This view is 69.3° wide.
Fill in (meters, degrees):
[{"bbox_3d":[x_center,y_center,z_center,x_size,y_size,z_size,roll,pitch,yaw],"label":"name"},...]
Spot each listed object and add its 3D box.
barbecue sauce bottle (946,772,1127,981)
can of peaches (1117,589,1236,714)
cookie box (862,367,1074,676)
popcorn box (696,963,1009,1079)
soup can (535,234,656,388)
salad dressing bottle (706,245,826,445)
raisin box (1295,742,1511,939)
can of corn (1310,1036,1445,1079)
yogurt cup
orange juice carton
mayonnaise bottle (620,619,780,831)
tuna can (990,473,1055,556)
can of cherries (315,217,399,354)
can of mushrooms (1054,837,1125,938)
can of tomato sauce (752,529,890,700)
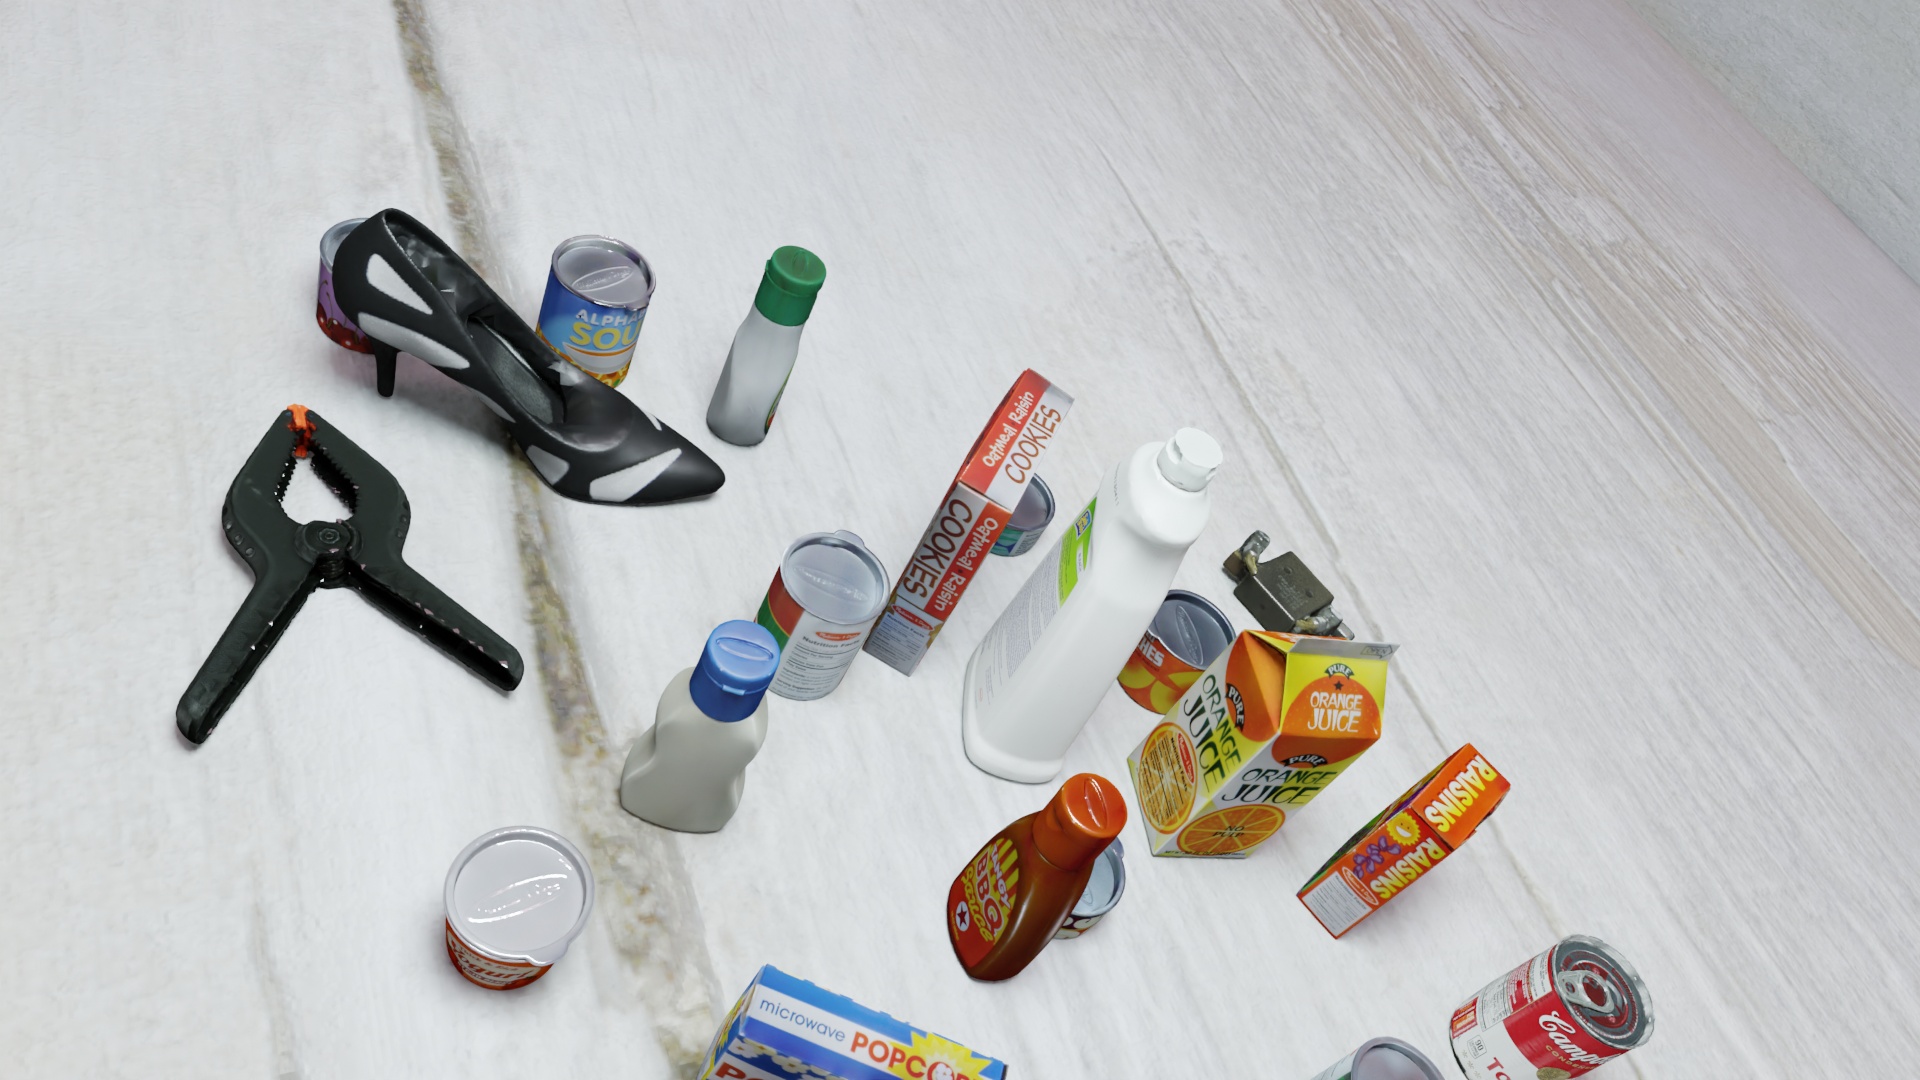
[{"bbox_3d":[0.039,0.174,0.732,0.044,0.147,0.065,5,49,-25],"label":"barbecue sauce bottle"},{"bbox_3d":[0.143,0.076,0.942,0.071,0.057,0.071,15,46,-16],"label":"can of peaches"},{"bbox_3d":[0.003,-0.011,0.865,0.040,0.166,0.123,30,44,-1],"label":"cookie box"},{"bbox_3d":[-0.053,0.254,0.655,0.127,0.084,0.038,25,44,-6],"label":"popcorn box"},{"bbox_3d":[-0.241,-0.146,0.915,0.071,0.083,0.072,15,46,-16],"label":"soup can"},{"bbox_3d":[-0.128,-0.127,0.913,0.044,0.146,0.064,18,45,-14],"label":"salad dressing bottle"},{"bbox_3d":[0.275,0.188,0.865,0.086,0.122,0.040,-26,67,-42],"label":"raisin box"},{"bbox_3d":[0.230,0.320,0.768,0.071,0.058,0.071,15,46,-16],"label":"can of corn"},{"bbox_3d":[-0.213,0.178,0.661,0.072,0.053,0.073,15,46,-16],"label":"yogurt cup"},{"bbox_3d":[0.180,0.114,0.830,0.072,0.191,0.073,7,49,-23],"label":"orange juice carton"},{"bbox_3d":[-0.129,0.097,0.711,0.065,0.147,0.041,18,45,-14],"label":"mayonnaise bottle"},{"bbox_3d":[0.029,-0.025,0.989,0.071,0.032,0.071,15,46,-16],"label":"tuna can"},{"bbox_3d":[-0.368,-0.158,0.876,0.071,0.058,0.072,15,46,-16],"label":"can of cherries"},{"bbox_3d":[0.062,0.194,0.809,0.071,0.033,0.071,15,46,-16],"label":"can of mushrooms"},{"bbox_3d":[-0.087,0.044,0.828,0.071,0.082,0.071,15,46,-16],"label":"can of tomato sauce"}]
